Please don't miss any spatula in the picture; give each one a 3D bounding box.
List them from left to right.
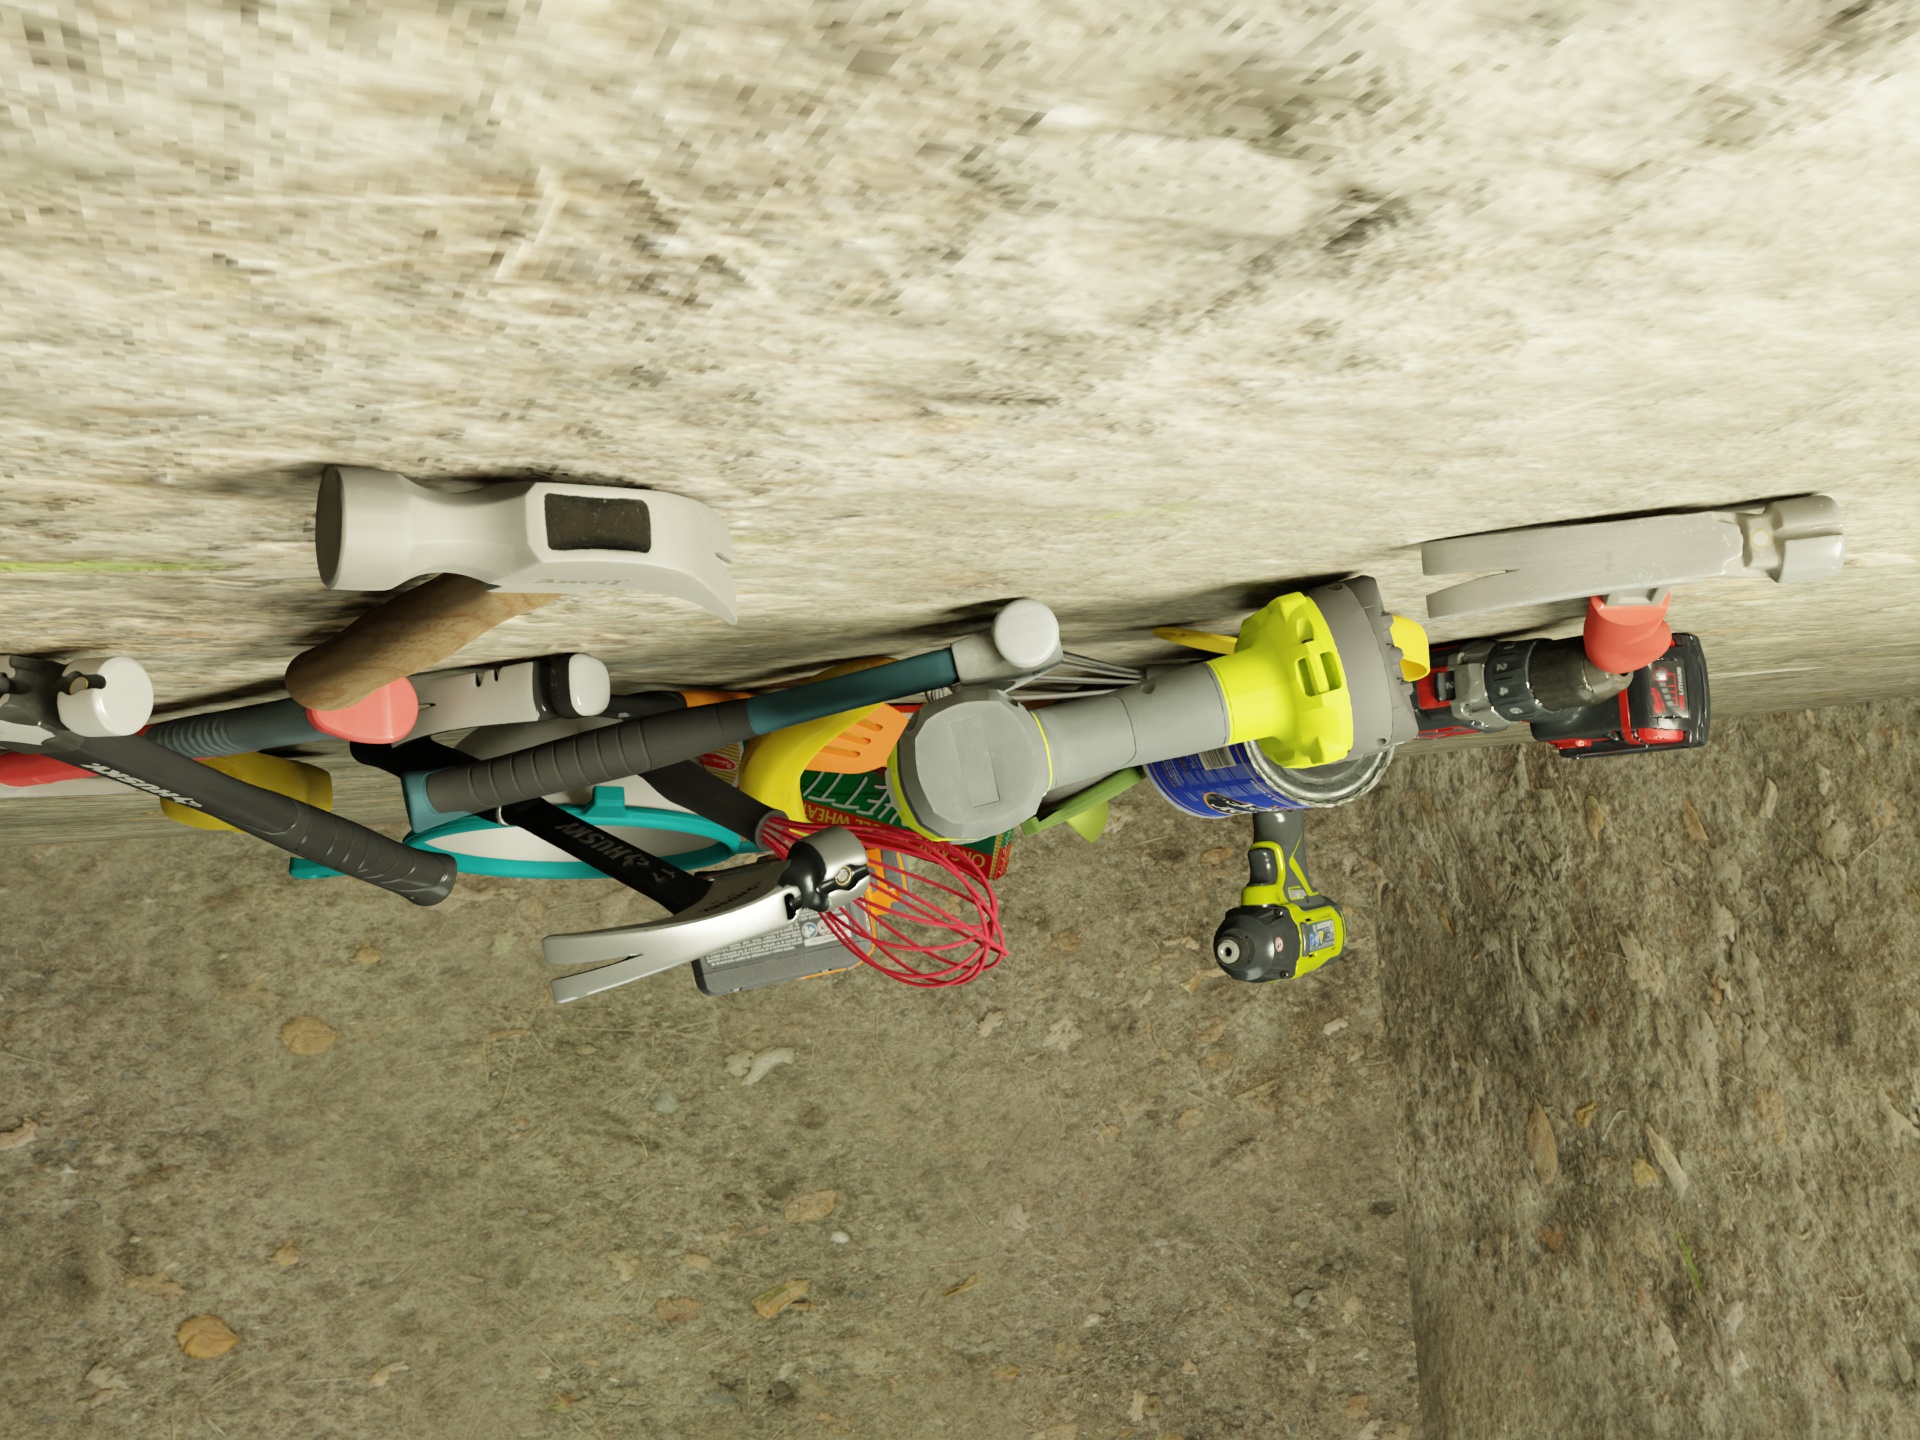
[{"bbox_3d":[-0.002,-0.003,1.084,0.081,0.041,0.322,-49,159,29],"label":"spatula"}]

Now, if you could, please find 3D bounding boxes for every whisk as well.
[{"bbox_3d":[-0.086,0.065,0.830,0.296,0.073,0.073,22,-165,41],"label":"whisk"},{"bbox_3d":[0.100,-0.018,0.840,0.239,0.055,0.055,-2,176,4],"label":"whisk"}]

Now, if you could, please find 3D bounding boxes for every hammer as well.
[{"bbox_3d":[-0.423,0.012,0.875,0.386,0.038,0.143,-7,176,32],"label":"hammer"},{"bbox_3d":[-0.360,0.042,0.787,0.146,0.035,0.334,-3,160,16],"label":"hammer"},{"bbox_3d":[-0.182,-0.034,0.551,0.130,0.031,0.331,-1,175,-33],"label":"hammer"},{"bbox_3d":[-0.228,0.052,0.830,0.149,0.036,0.409,-21,-156,-37],"label":"hammer"},{"bbox_3d":[-0.173,-0.004,0.930,0.127,0.034,0.336,-7,175,23],"label":"hammer"},{"bbox_3d":[-0.113,0.001,0.766,0.331,0.033,0.128,-14,176,3],"label":"hammer"},{"bbox_3d":[0.312,-0.053,0.767,0.149,0.037,0.359,-6,175,20],"label":"hammer"}]

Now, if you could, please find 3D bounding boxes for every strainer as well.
[{"bbox_3d":[-0.308,0.050,1.057,0.340,0.095,0.210,-7,165,22],"label":"strainer"},{"bbox_3d":[0.094,0.006,1.147,0.151,0.069,0.256,-31,-176,2],"label":"strainer"}]

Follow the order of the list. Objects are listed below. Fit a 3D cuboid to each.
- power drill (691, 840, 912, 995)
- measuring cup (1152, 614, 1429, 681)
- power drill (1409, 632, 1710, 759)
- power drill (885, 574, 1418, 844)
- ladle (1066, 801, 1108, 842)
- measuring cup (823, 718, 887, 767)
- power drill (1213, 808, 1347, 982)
[{"bbox_3d":[-0.125,0.129,1.109,0.164,0.084,0.226,-13,180,4],"label":"power drill"},{"bbox_3d":[0.179,-0.047,0.858,0.156,0.029,0.062,9,166,-11],"label":"measuring cup"},{"bbox_3d":[0.409,-0.021,1.066,0.226,0.080,0.188,2,173,-33],"label":"power drill"},{"bbox_3d":[0.076,0.005,0.744,0.228,0.080,0.190,-14,176,-5],"label":"power drill"},{"bbox_3d":[-0.041,0.052,1.272,0.320,0.062,0.078,5,180,7],"label":"ladle"},{"bbox_3d":[-0.038,0.034,1.120,0.173,0.095,0.052,5,168,3],"label":"measuring cup"},{"bbox_3d":[0.224,0.079,1.174,0.080,0.223,0.171,-8,175,33],"label":"power drill"}]
